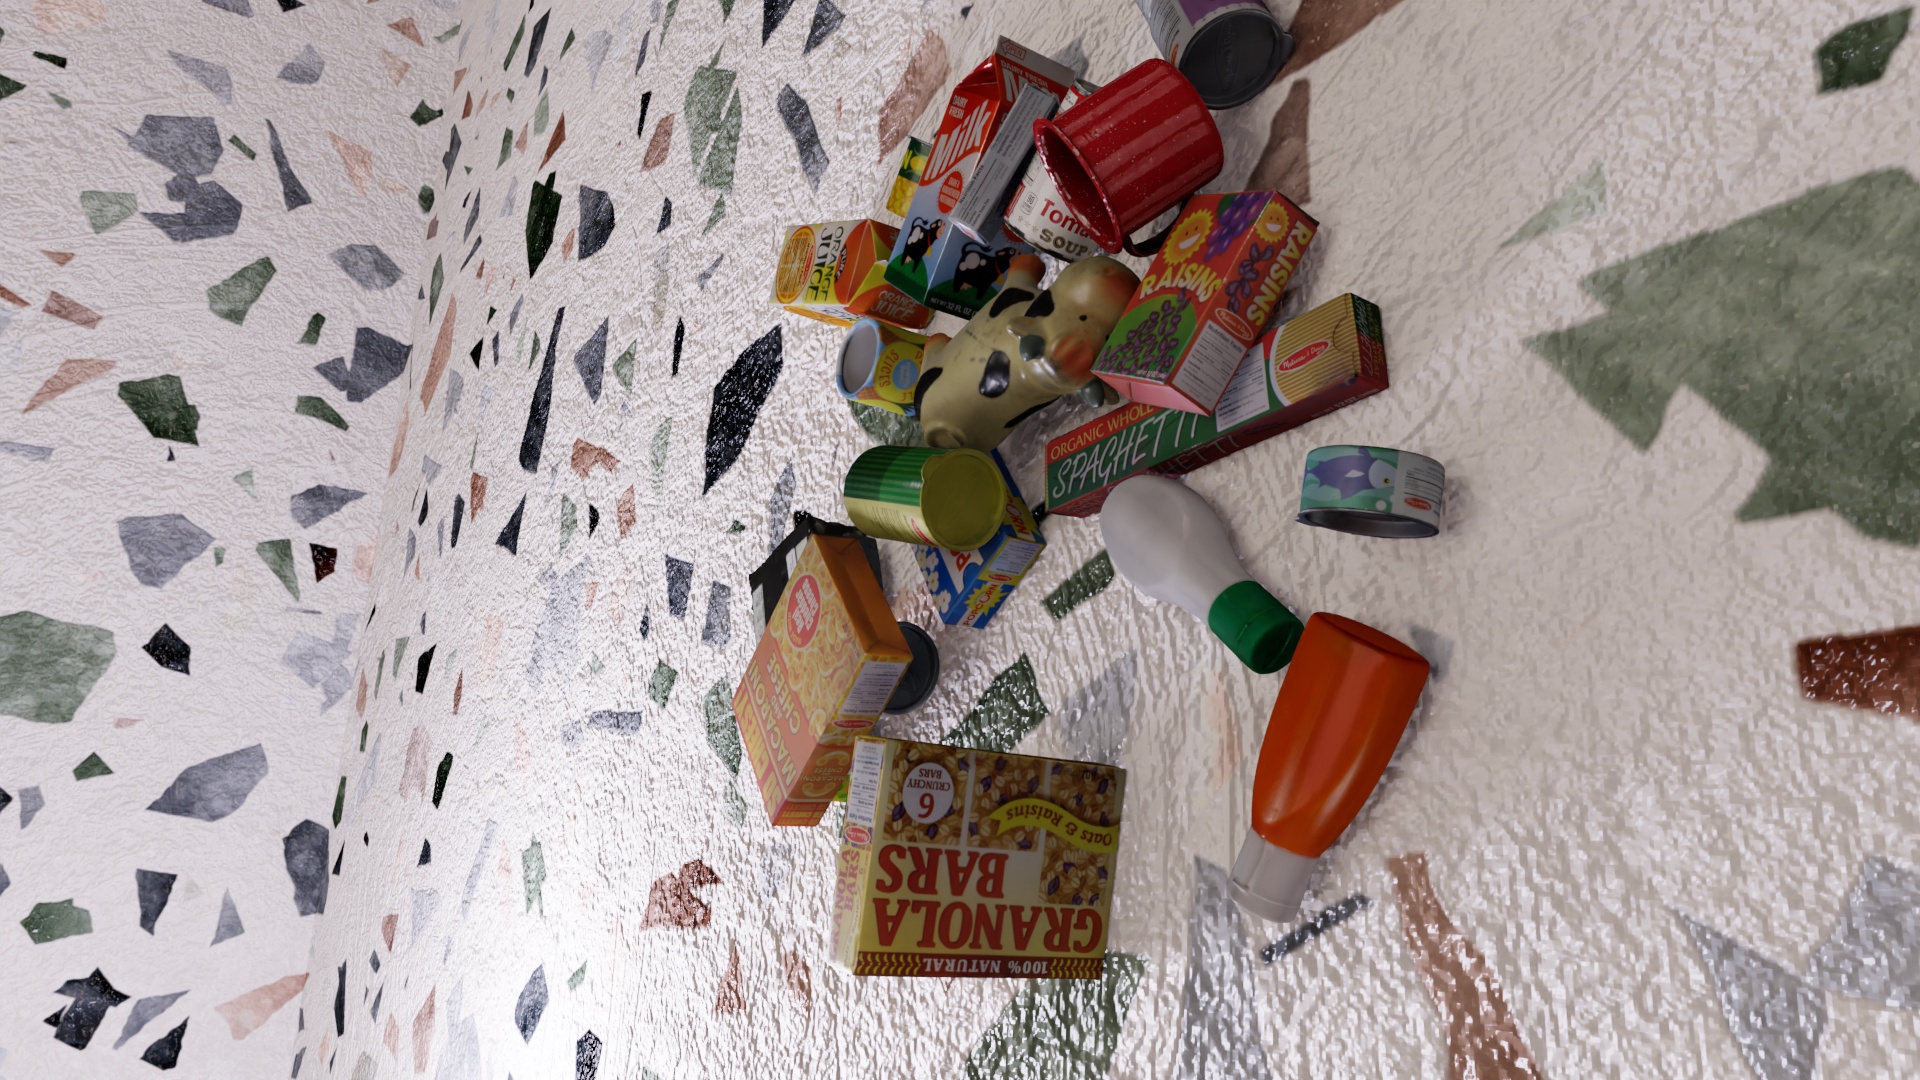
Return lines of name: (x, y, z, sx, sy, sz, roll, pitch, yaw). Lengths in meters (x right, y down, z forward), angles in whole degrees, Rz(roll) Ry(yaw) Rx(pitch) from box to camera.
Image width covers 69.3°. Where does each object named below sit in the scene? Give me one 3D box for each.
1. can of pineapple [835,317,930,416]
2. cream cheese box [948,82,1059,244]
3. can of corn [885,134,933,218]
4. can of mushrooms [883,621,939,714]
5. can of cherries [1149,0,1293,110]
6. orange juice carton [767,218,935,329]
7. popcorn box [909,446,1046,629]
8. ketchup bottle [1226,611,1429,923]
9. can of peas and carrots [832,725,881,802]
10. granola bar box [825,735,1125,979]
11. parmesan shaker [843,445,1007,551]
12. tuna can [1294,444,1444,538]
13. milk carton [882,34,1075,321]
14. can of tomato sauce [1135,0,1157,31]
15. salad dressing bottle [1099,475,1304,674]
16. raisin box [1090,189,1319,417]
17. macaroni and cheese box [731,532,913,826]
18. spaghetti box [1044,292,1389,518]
can of pineapple: (-0.056, -0.135, 1.081, 0.071, 0.058, 0.071, -23, 60, 50)
cream cheese box: (0.032, -0.251, 0.930, 0.103, 0.024, 0.053, -59, -6, 8)
can of corn: (-0.020, -0.271, 1.065, 0.071, 0.071, 0.058, 42, 114, 52)
can of mushrooms: (-0.053, 0.091, 0.990, 0.033, 0.071, 0.071, 1, 80, 57)
can of cherries: (0.155, -0.302, 0.830, 0.071, 0.071, 0.058, -49, 42, 35)
orange juice carton: (-0.079, -0.216, 1.130, 0.193, 0.072, 0.073, 15, 92, 56)
popcorn box: (0.003, -0.012, 0.972, 0.085, 0.038, 0.127, -54, 40, 28)
ketchup bottle: (0.173, 0.113, 0.679, 0.065, 0.043, 0.148, 35, 108, 55)
can of peas and carrots: (-0.100, 0.163, 1.044, 0.070, 0.059, 0.071, -24, 60, 51)
granola bar box: (0.011, 0.180, 0.781, 0.039, 0.166, 0.124, -6, 74, 57)
parmesan shaker: (-0.027, -0.032, 0.923, 0.103, 0.071, 0.071, 9, 87, 56)
tuna can: (0.196, -0.023, 0.670, 0.071, 0.071, 0.033, 0, 78, 55)
milk carton: (0.020, -0.258, 1.000, 0.073, 0.072, 0.190, 42, 113, 53)
can of tomato sauce: (0.139, -0.360, 0.872, 0.071, 0.071, 0.083, -48, 44, 36)
salad dressing bottle: (0.132, 0.018, 0.771, 0.064, 0.044, 0.148, -62, 38, 20)
raisin box: (0.137, -0.135, 0.784, 0.123, 0.040, 0.086, -60, 25, -3)
macaroni and cheese box: (-0.100, 0.098, 0.964, 0.165, 0.040, 0.124, -61, 38, 29)
spaghetti box: (0.137, -0.071, 0.806, 0.249, 0.029, 0.050, -24, 59, 49)
